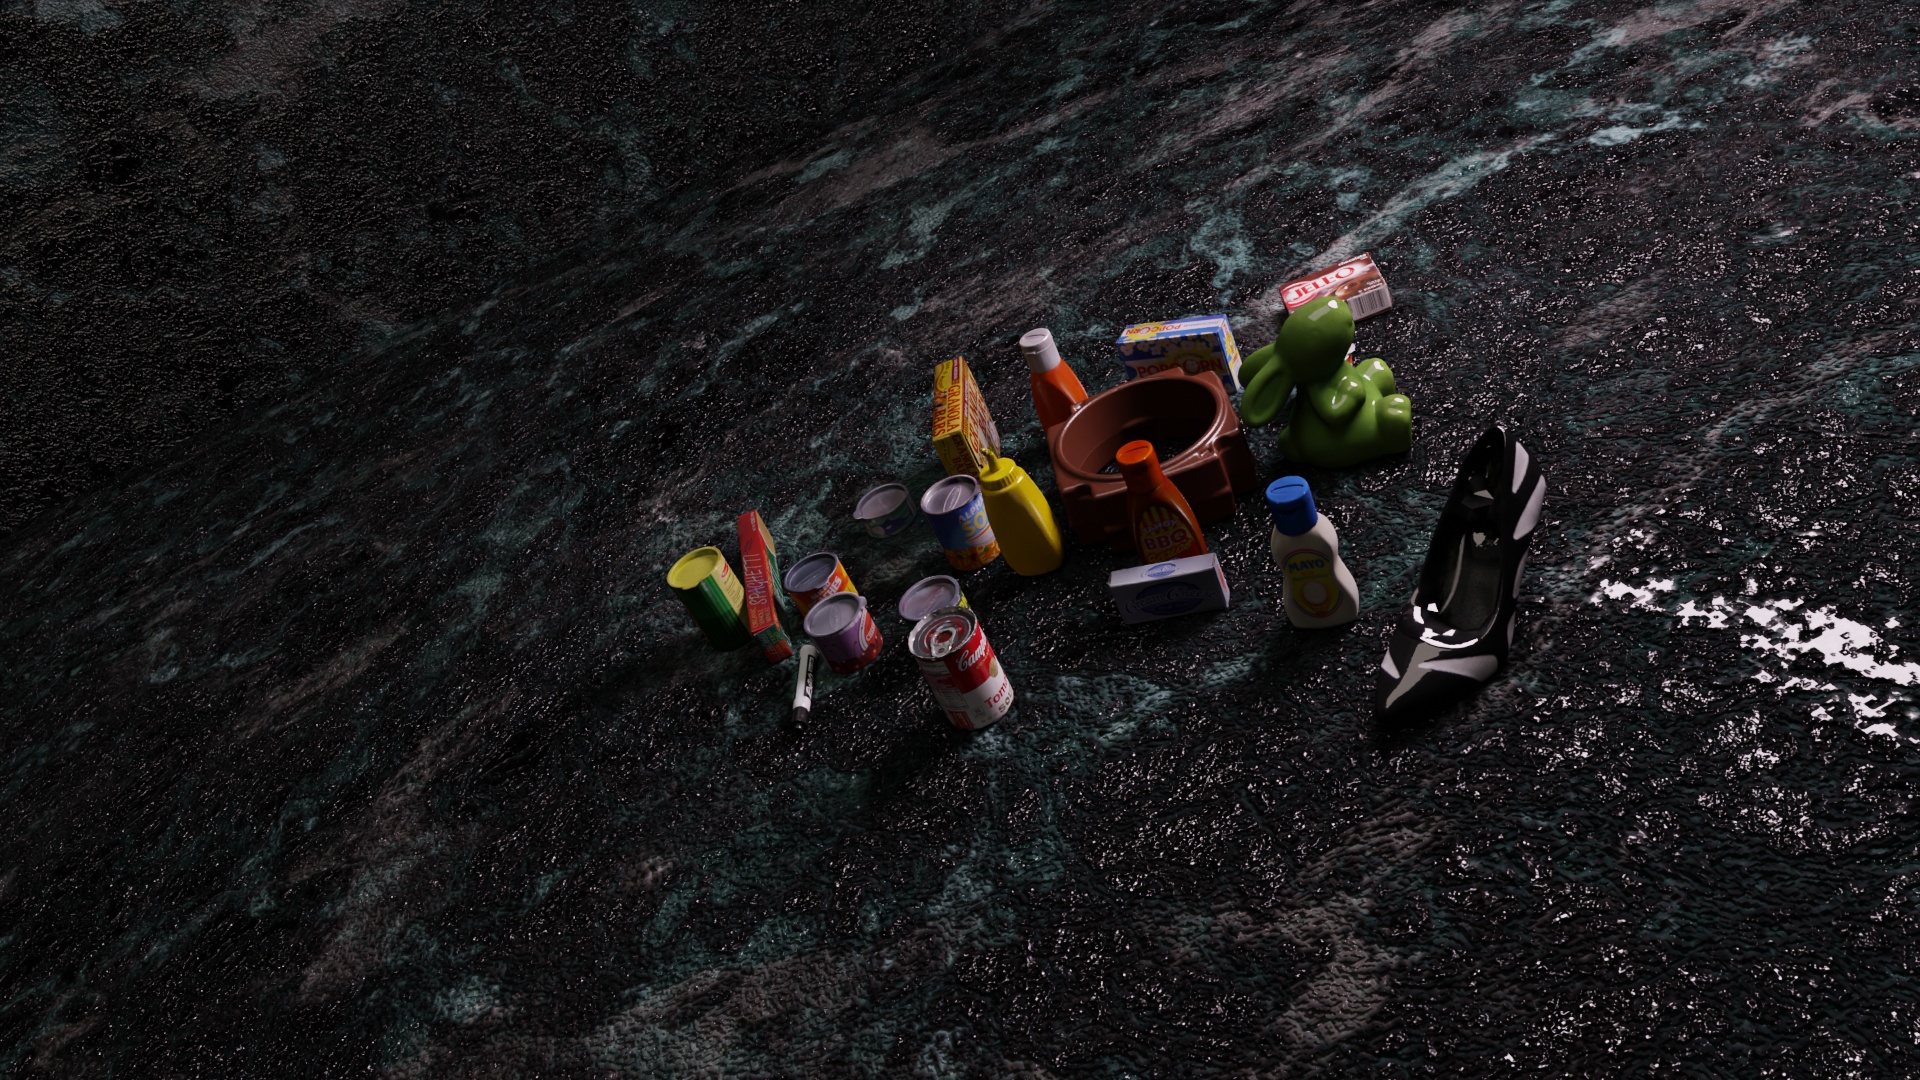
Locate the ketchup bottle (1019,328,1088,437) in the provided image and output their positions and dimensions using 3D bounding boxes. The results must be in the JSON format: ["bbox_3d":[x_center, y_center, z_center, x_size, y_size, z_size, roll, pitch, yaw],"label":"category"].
[{"bbox_3d":[0.109,-0.170,1.580,0.064,0.148,0.044,0,42,34],"label":"ketchup bottle"}]

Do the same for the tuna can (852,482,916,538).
[{"bbox_3d":[-0.089,-0.034,1.632,0.071,0.032,0.071,-18,34,13],"label":"tuna can"}]

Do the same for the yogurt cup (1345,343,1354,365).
[{"bbox_3d":[0.390,-0.180,1.490,0.072,0.053,0.073,-18,34,13],"label":"yogurt cup"}]

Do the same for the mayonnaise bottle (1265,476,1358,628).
[{"bbox_3d":[0.300,0.012,1.205,0.064,0.147,0.041,-10,37,23],"label":"mayonnaise bottle"}]

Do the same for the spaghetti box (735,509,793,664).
[{"bbox_3d":[-0.227,0.049,1.597,0.029,0.050,0.251,-25,33,2],"label":"spaghetti box"}]

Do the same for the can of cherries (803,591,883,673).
[{"bbox_3d":[-0.120,0.096,1.453,0.071,0.058,0.072,-18,34,13],"label":"can of cherries"}]

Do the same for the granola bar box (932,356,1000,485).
[{"bbox_3d":[0.009,-0.117,1.598,0.039,0.123,0.166,-18,34,13],"label":"granola bar box"}]

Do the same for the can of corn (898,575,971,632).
[{"bbox_3d":[-0.019,0.079,1.410,0.071,0.058,0.071,-18,34,13],"label":"can of corn"}]

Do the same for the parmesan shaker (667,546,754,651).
[{"bbox_3d":[-0.275,0.069,1.554,0.071,0.102,0.072,-18,34,13],"label":"parmesan shaker"}]

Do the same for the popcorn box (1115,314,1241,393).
[{"bbox_3d":[0.253,-0.209,1.593,0.126,0.085,0.038,-2,41,32],"label":"popcorn box"}]

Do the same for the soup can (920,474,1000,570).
[{"bbox_3d":[0.005,-0.019,1.503,0.071,0.083,0.072,-18,34,13],"label":"soup can"}]

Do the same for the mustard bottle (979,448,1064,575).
[{"bbox_3d":[0.056,-0.035,1.422,0.065,0.159,0.049,-12,36,21],"label":"mustard bottle"}]

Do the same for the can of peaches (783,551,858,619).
[{"bbox_3d":[-0.152,0.056,1.530,0.071,0.057,0.071,-18,34,13],"label":"can of peaches"}]

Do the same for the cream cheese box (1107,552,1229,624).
[{"bbox_3d":[0.197,0.047,1.313,0.103,0.053,0.024,-11,36,21],"label":"cream cheese box"}]

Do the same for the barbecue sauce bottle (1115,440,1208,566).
[{"bbox_3d":[0.189,-0.028,1.334,0.065,0.148,0.044,-17,34,14],"label":"barbecue sauce bottle"}]
